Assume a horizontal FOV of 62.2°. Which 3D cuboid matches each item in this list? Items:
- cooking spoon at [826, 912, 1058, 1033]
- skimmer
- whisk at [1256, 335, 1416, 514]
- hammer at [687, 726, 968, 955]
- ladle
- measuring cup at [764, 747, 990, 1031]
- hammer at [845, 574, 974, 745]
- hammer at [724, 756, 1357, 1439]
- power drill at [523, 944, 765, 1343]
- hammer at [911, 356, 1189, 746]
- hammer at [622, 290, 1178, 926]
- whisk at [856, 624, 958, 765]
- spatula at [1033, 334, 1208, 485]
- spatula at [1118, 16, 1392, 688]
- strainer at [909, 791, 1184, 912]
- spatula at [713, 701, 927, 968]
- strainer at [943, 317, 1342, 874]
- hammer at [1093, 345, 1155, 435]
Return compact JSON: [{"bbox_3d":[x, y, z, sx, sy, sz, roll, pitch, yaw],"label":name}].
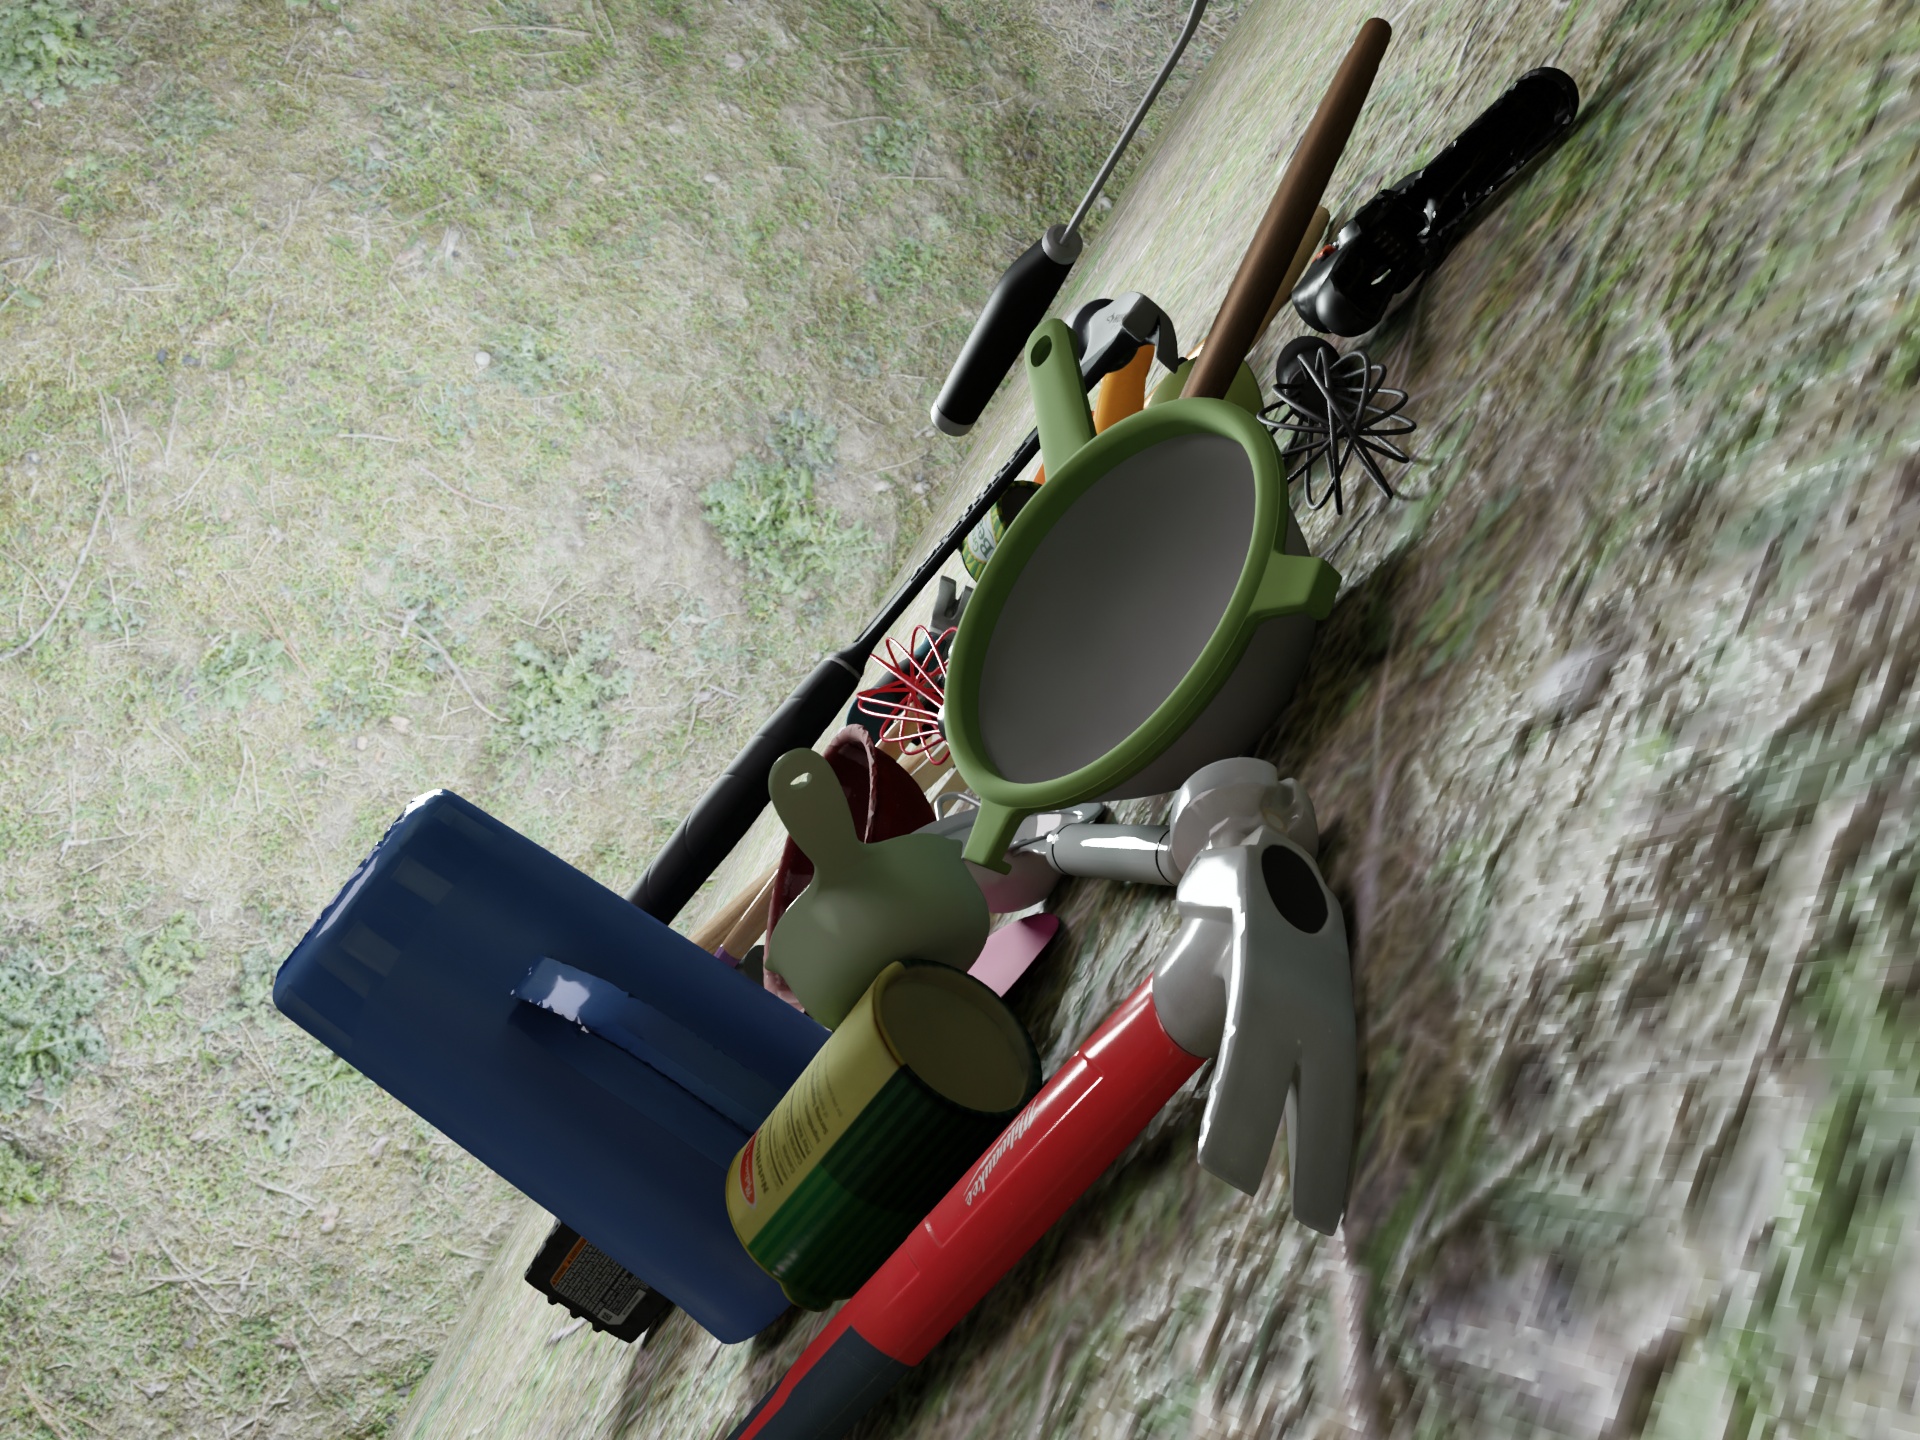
[{"bbox_3d":[-0.023,0.132,0.713,0.069,0.017,0.319,-47,2,-24],"label":"cooking spoon"},{"bbox_3d":[0.093,-0.221,0.647,0.127,0.090,0.363,-57,4,-40],"label":"skimmer"},{"bbox_3d":[0.138,-0.122,0.604,0.055,0.055,0.239,-56,3,21],"label":"whisk"},{"bbox_3d":[-0.096,0.090,0.992,0.331,0.031,0.130,-40,13,14],"label":"hammer"},{"bbox_3d":[0.157,-0.196,0.796,0.320,0.062,0.078,-56,-20,-47],"label":"ladle"},{"bbox_3d":[-0.031,0.058,0.518,0.083,0.038,0.167,-32,-26,-8],"label":"measuring cup"},{"bbox_3d":[-0.037,-0.031,1.165,0.331,0.033,0.128,-58,-9,-77],"label":"hammer"},{"bbox_3d":[-0.023,0.183,0.447,0.386,0.038,0.143,-54,10,28],"label":"hammer"},{"bbox_3d":[-0.180,0.264,0.986,0.190,0.080,0.229,-54,6,25],"label":"power drill"},{"bbox_3d":[0.062,-0.101,1.022,0.334,0.035,0.146,-51,10,41],"label":"hammer"},{"bbox_3d":[-0.042,-0.034,0.728,0.409,0.036,0.149,-50,12,3],"label":"hammer"},{"bbox_3d":[-0.001,-0.002,0.725,0.073,0.073,0.296,-58,12,2],"label":"whisk"},{"bbox_3d":[0.128,-0.220,1.042,0.081,0.041,0.322,-60,9,-18],"label":"spatula"},{"bbox_3d":[0.111,-0.135,0.635,0.082,0.044,0.317,55,-120,-84],"label":"spatula"},{"bbox_3d":[0.037,0.049,0.577,0.087,0.050,0.258,-15,1,-17],"label":"strainer"},{"bbox_3d":[-0.118,0.116,0.926,0.316,0.018,0.060,-52,11,9],"label":"spatula"},{"bbox_3d":[0.063,-0.062,0.570,0.151,0.069,0.257,-42,33,28],"label":"strainer"},{"bbox_3d":[0.075,-0.130,0.822,0.337,0.034,0.127,-75,-3,-51],"label":"hammer"}]
